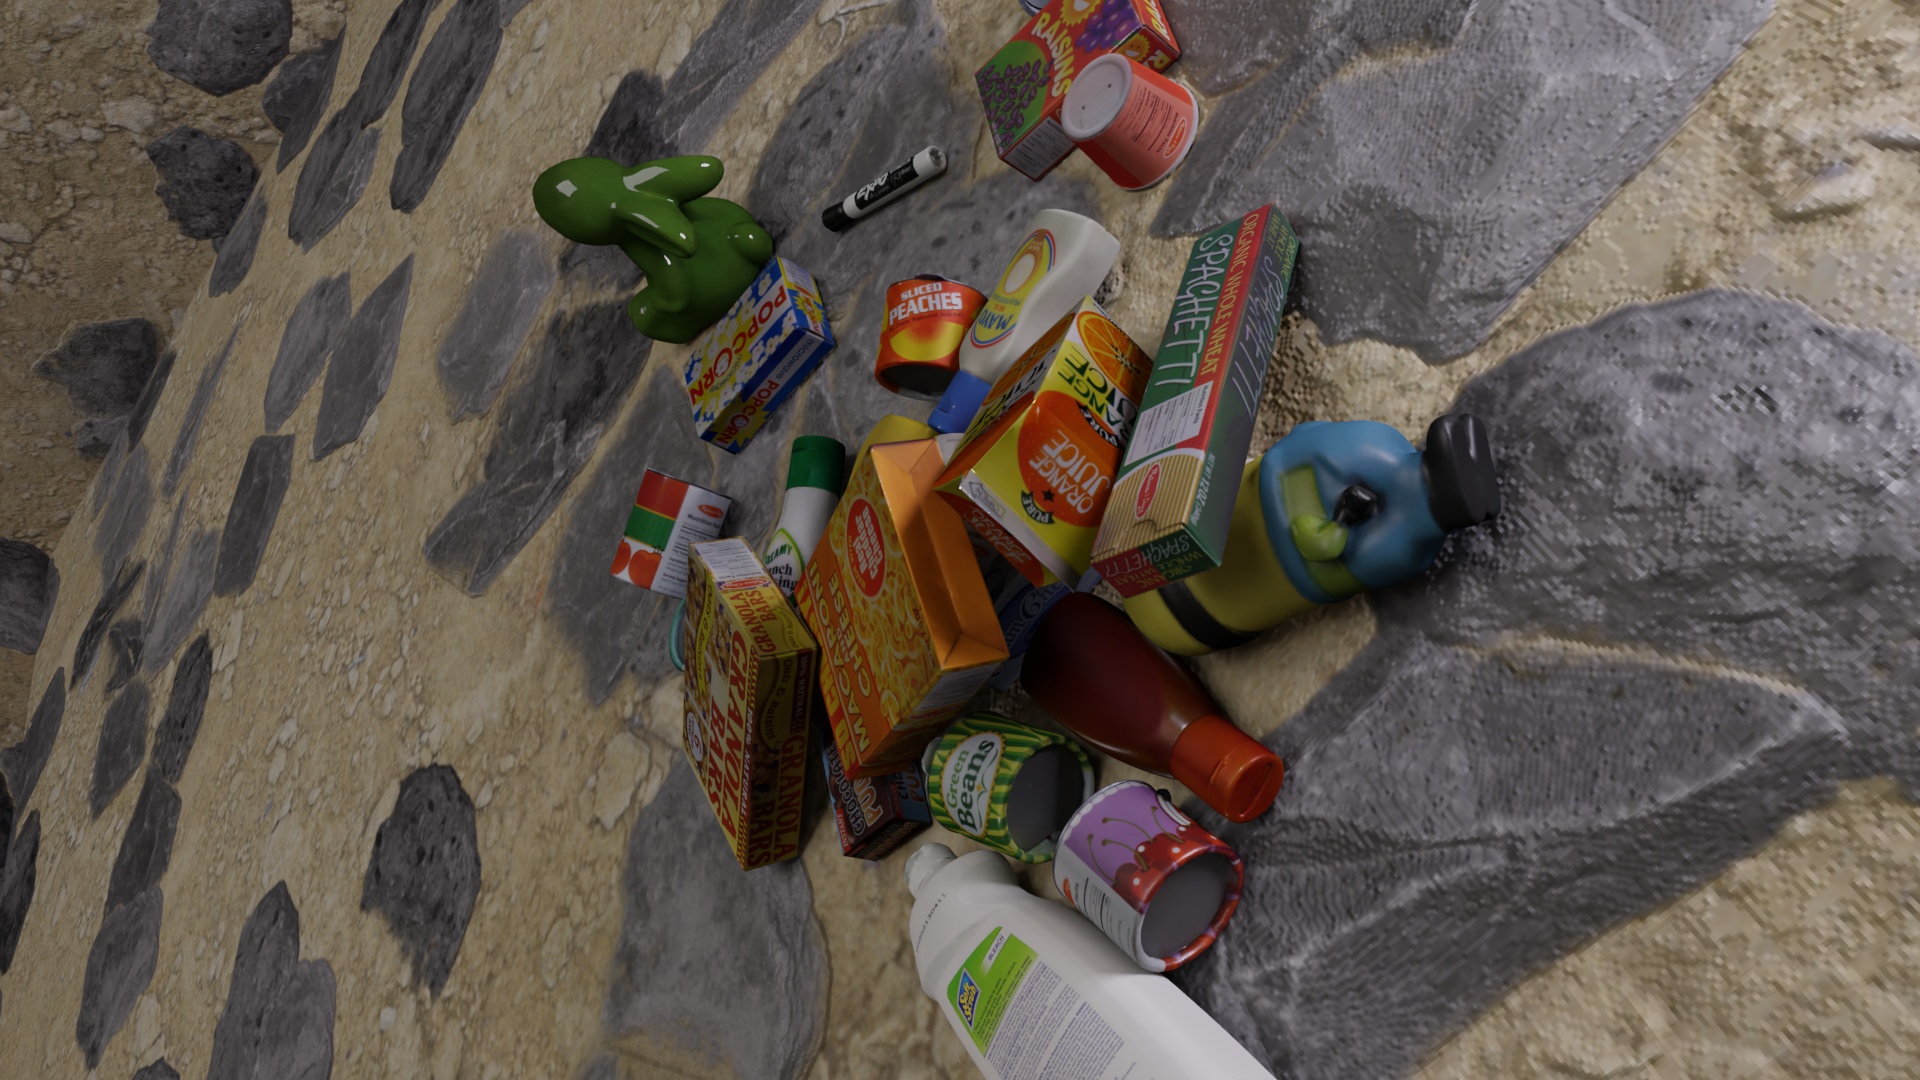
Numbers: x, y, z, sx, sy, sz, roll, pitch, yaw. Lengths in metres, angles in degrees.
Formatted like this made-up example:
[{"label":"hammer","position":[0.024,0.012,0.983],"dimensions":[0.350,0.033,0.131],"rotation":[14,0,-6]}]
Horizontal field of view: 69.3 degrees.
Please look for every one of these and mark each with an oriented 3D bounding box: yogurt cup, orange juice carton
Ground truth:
[{"label":"yogurt cup","position":[0.096,-0.246,0.807],"dimensions":[0.072,0.054,0.072],"rotation":[-21,59,41]},{"label":"orange juice carton","position":[0.047,-0.044,0.681],"dimensions":[0.072,0.072,0.194],"rotation":[-40,12,29]}]

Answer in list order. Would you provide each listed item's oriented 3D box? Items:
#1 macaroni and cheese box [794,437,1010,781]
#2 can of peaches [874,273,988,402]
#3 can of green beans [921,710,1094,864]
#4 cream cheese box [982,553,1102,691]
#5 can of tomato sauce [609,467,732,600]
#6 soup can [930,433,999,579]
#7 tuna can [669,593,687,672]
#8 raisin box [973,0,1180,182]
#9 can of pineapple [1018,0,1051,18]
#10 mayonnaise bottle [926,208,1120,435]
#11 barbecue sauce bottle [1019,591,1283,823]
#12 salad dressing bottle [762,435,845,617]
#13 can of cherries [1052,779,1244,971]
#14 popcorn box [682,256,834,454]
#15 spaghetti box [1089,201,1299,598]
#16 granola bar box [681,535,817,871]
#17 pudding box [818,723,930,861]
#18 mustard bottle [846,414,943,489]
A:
[{"label":"macaroni and cheese box","position":[-0.037,0.042,0.734],"dimensions":[0.165,0.040,0.124],"rotation":[-55,48,56]},{"label":"can of peaches","position":[-0.018,-0.125,0.864],"dimensions":[0.071,0.071,0.058],"rotation":[-8,69,46]},{"label":"can of green beans","position":[0.026,0.125,0.706],"dimensions":[0.058,0.071,0.071],"rotation":[10,81,49]},{"label":"cream cheese box","position":[0.032,0.034,0.750],"dimensions":[0.103,0.053,0.024],"rotation":[-51,42,19]},{"label":"can of tomato sauce","position":[-0.215,-0.005,1.027],"dimensions":[0.071,0.071,0.083],"rotation":[17,87,50]},{"label":"soup can","position":[0.003,-0.010,0.795],"dimensions":[0.071,0.071,0.084],"rotation":[-13,63,44]},{"label":"tuna can","position":[-0.174,0.062,0.978],"dimensions":[0.071,0.033,0.071],"rotation":[-21,59,40]},{"label":"raisin box","position":[0.070,-0.299,0.871],"dimensions":[0.123,0.040,0.086],"rotation":[-35,49,31]},{"label":"can of pineapple","position":[0.056,-0.381,0.900],"dimensions":[0.070,0.071,0.058],"rotation":[-46,45,24]},{"label":"mayonnaise bottle","position":[0.033,-0.122,0.816],"dimensions":[0.148,0.041,0.065],"rotation":[-59,35,-2]},{"label":"barbecue sauce bottle","position":[0.091,0.082,0.672],"dimensions":[0.149,0.043,0.064],"rotation":[36,100,48]},{"label":"salad dressing bottle","position":[-0.104,0.004,0.919],"dimensions":[0.064,0.044,0.148],"rotation":[-13,63,46]},{"label":"can of cherries","position":[0.087,0.150,0.630],"dimensions":[0.058,0.071,0.071],"rotation":[33,98,49]},{"label":"popcorn box","position":[-0.153,-0.139,1.042],"dimensions":[0.126,0.038,0.085],"rotation":[-43,46,26]},{"label":"spaghetti box","position":[0.115,-0.075,0.648],"dimensions":[0.050,0.028,0.251],"rotation":[-22,31,38]},{"label":"granola bar box","position":[-0.133,0.099,0.856],"dimensions":[0.124,0.039,0.164],"rotation":[48,139,46]},{"label":"pudding box","position":[-0.052,0.138,0.812],"dimensions":[0.049,0.030,0.084],"rotation":[-41,47,29]},{"label":"mustard bottle","position":[-0.050,0.004,0.858],"dimensions":[0.065,0.049,0.160],"rotation":[22,90,48]}]
